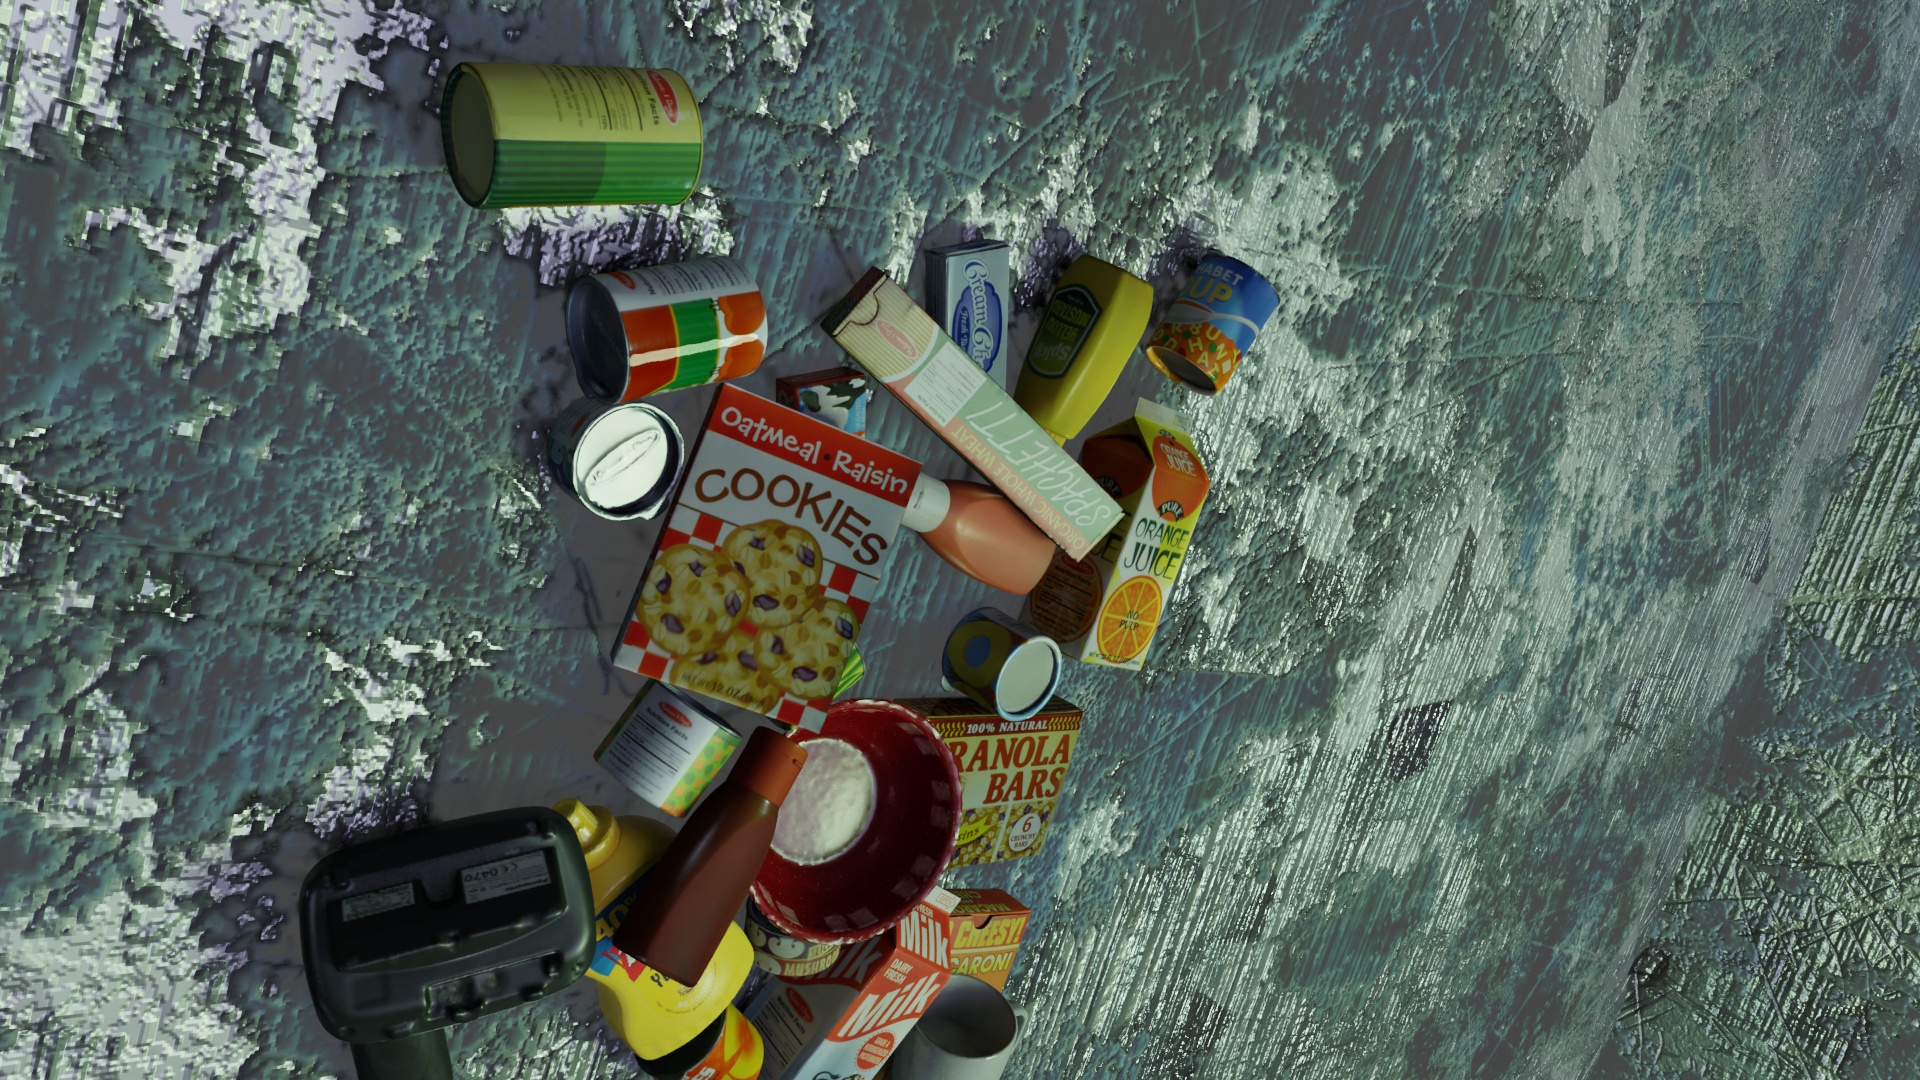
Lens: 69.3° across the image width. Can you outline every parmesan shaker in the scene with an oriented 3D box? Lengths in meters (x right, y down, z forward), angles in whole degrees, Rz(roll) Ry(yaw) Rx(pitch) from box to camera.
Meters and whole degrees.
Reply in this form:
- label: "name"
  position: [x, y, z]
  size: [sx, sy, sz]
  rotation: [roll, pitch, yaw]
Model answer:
- label: "parmesan shaker"
  position: [-0.185, -0.193, 0.660]
  size: [0.103, 0.071, 0.071]
  rotation: [-13, 117, -38]

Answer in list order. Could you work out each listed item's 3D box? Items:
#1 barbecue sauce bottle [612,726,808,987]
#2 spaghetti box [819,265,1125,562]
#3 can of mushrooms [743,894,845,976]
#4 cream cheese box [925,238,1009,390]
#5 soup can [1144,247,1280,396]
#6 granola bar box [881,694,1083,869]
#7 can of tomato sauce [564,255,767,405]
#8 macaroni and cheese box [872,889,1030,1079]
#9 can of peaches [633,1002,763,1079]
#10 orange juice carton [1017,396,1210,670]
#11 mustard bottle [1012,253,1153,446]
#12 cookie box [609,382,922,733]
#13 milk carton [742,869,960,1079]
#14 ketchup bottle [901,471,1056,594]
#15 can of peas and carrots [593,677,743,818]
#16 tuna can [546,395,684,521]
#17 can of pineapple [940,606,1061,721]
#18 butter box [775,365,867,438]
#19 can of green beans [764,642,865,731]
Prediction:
- label: "barbecue sauce bottle"
  position: [-0.140, 0.181, 0.810]
  size: [0.149, 0.044, 0.064]
  rotation: [-61, 147, -20]
- label: "spaghetti box"
  position: [0.014, -0.073, 0.881]
  size: [0.050, 0.029, 0.249]
  rotation: [-48, 124, 2]
- label: "can of mushrooms"
  position: [-0.110, 0.259, 0.926]
  size: [0.071, 0.071, 0.033]
  rotation: [-8, 115, -41]
- label: "cream cheese box"
  position: [0.004, -0.137, 0.888]
  size: [0.053, 0.024, 0.103]
  rotation: [-18, 120, -37]
- label: "soup can"
  position: [0.182, -0.159, 1.016]
  size: [0.084, 0.071, 0.071]
  rotation: [-56, 135, -8]
- label: "granola bar box"
  position: [0.009, 0.177, 1.023]
  size: [0.166, 0.039, 0.124]
  rotation: [4, 105, -44]
- label: "can of tomato sauce"
  position: [-0.153, -0.109, 0.725]
  size: [0.083, 0.071, 0.071]
  rotation: [-18, 120, -37]
- label: "macaroni and cheese box"
  position: [-0.023, 0.354, 1.072]
  size: [0.124, 0.040, 0.166]
  rotation: [14, 99, -46]
- label: "can of peaches"
  position: [-0.170, 0.332, 0.903]
  size: [0.071, 0.071, 0.057]
  rotation: [-45, 134, -19]
- label: "orange juice carton"
  position: [0.118, -0.007, 1.018]
  size: [0.072, 0.073, 0.192]
  rotation: [15, 97, -45]
- label: "mustard bottle"
  position: [0.071, -0.111, 0.937]
  size: [0.049, 0.065, 0.160]
  rotation: [19, 100, -44]
- label: "cookie box"
  position: [-0.109, 0.009, 0.788]
  size: [0.123, 0.040, 0.167]
  rotation: [22, 87, -16]
- label: "milk carton"
  position: [-0.078, 0.315, 0.966]
  size: [0.190, 0.073, 0.072]
  rotation: [-52, 135, -4]
- label: "ketchup bottle"
  position: [0.003, -0.012, 0.930]
  size: [0.149, 0.043, 0.064]
  rotation: [25, 89, -46]
- label: "can of peas and carrots"
  position: [-0.170, 0.121, 0.813]
  size: [0.059, 0.071, 0.071]
  rotation: [-55, 135, -9]
- label: "tuna can"
  position: [-0.184, -0.045, 0.747]
  size: [0.071, 0.033, 0.070]
  rotation: [-19, 121, -36]
- label: "can of pineapple"
  position: [0.029, 0.090, 0.989]
  size: [0.071, 0.058, 0.070]
  rotation: [-20, 121, -36]
- label: "butter box"
  position: [-0.085, -0.051, 0.844]
  size: [0.053, 0.024, 0.103]
  rotation: [-15, 118, -38]
- label: "can of green beans"
  position: [-0.102, 0.075, 0.855]
  size: [0.058, 0.071, 0.071]
  rotation: [-36, 130, -25]
